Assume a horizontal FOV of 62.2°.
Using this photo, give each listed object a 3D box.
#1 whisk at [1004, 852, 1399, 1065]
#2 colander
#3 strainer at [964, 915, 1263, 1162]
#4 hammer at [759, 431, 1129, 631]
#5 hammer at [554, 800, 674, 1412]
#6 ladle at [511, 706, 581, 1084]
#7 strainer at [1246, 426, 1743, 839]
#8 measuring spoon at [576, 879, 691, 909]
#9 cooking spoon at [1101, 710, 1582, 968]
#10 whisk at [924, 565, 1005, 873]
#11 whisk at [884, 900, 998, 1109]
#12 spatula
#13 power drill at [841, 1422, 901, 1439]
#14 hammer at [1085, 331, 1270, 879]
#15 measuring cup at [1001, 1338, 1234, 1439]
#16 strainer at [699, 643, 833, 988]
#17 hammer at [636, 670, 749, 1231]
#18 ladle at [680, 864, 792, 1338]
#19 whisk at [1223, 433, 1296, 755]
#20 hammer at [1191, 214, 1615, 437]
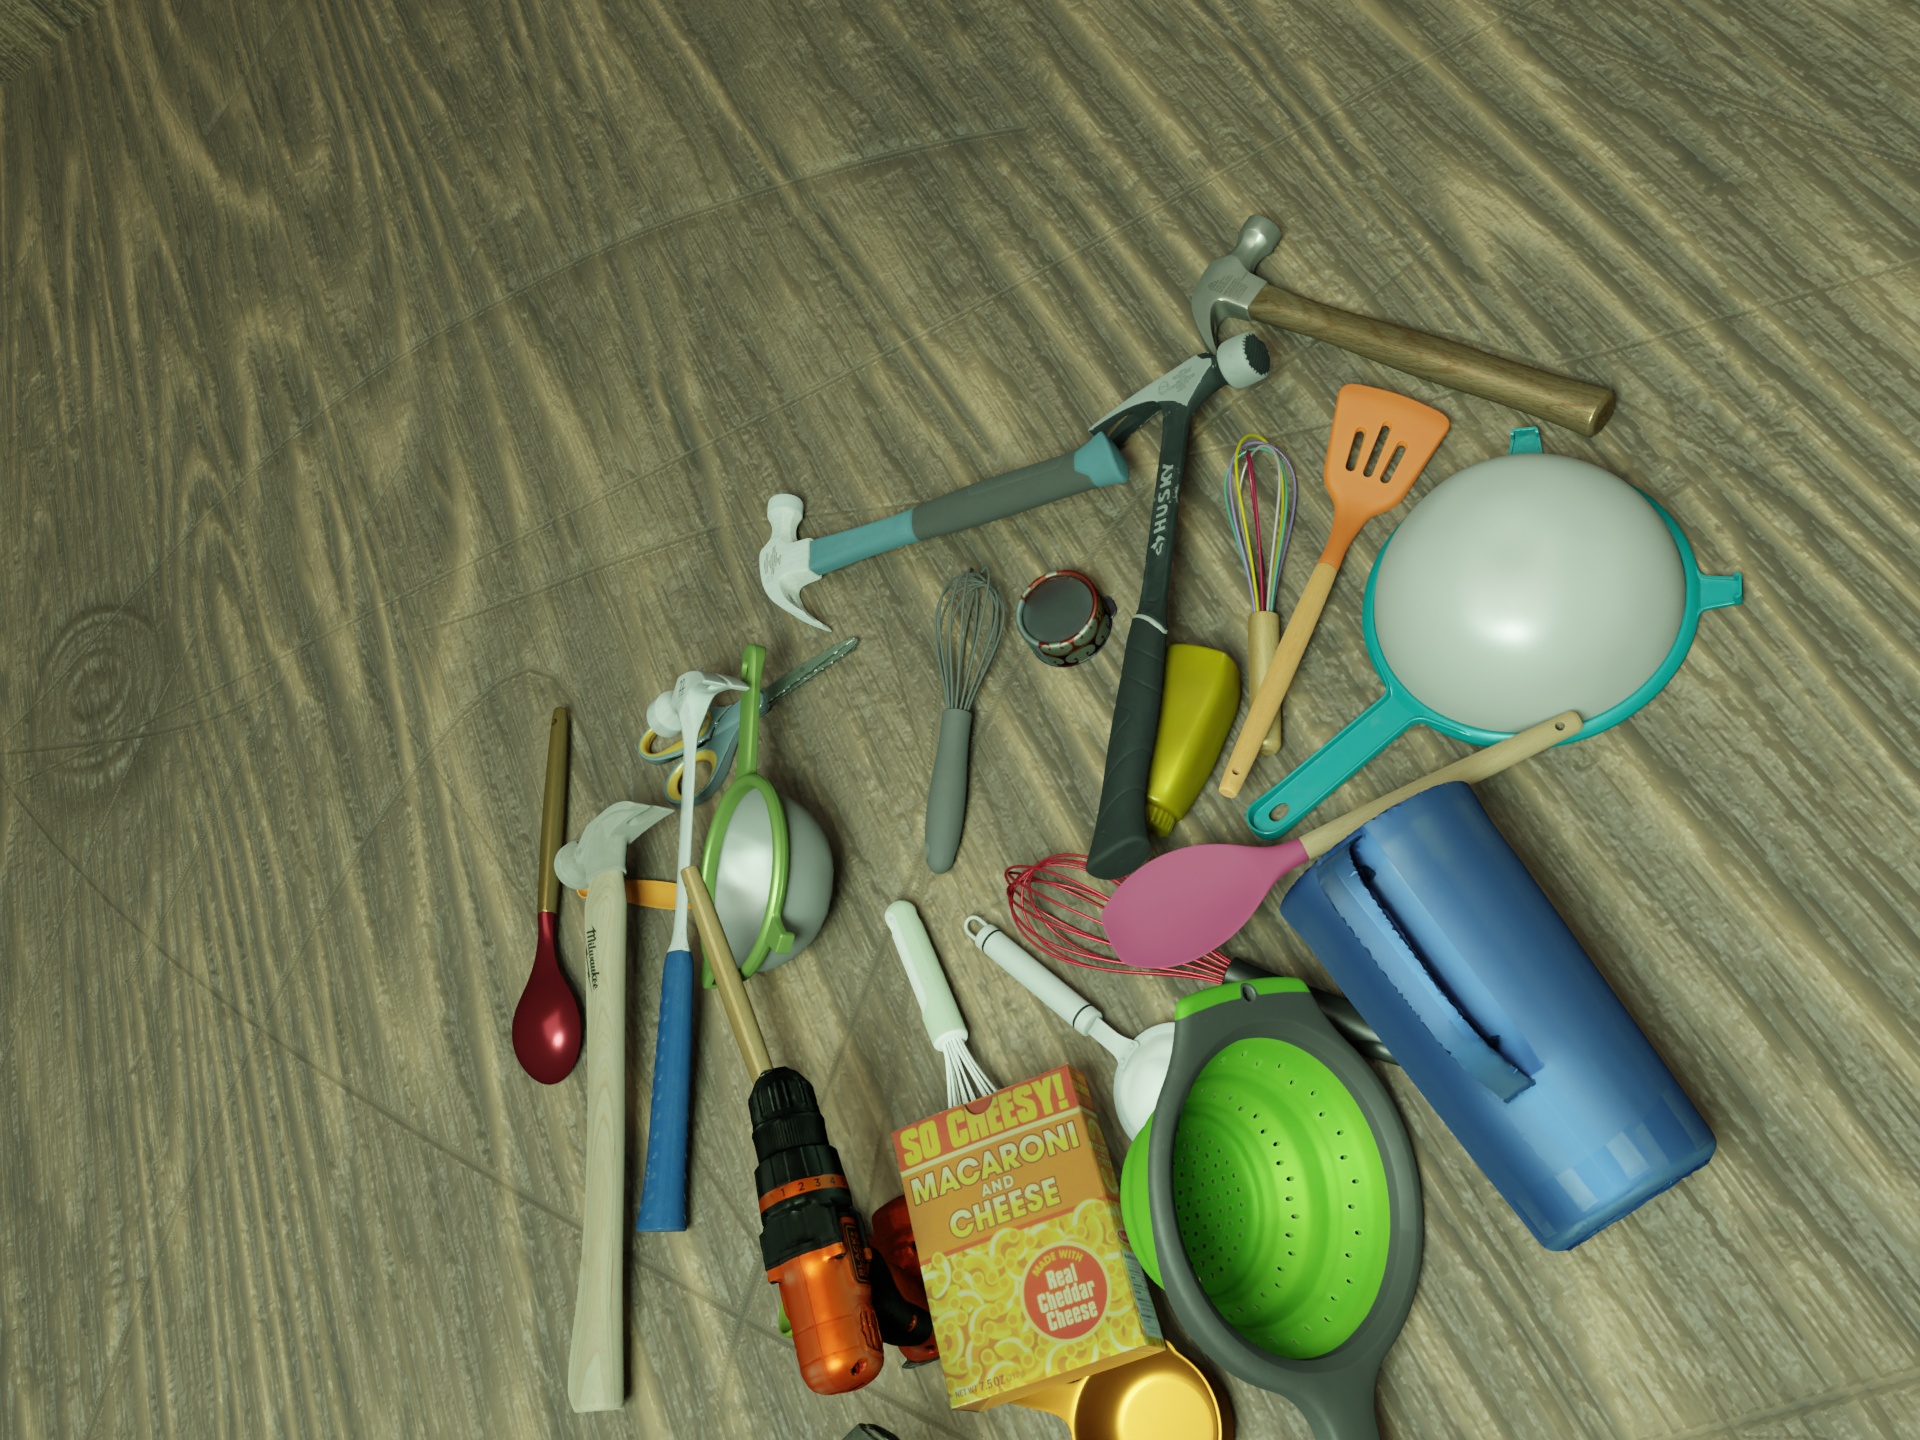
[{"bbox_3d":[0.153,0.154,1.012,0.296,0.073,0.073,21,76,26],"label":"whisk"},{"bbox_3d":[0.176,0.348,0.883,0.094,0.204,0.397,-30,68,50],"label":"colander"},{"bbox_3d":[0.087,0.200,1.032,0.259,0.050,0.087,35,98,37],"label":"strainer"},{"bbox_3d":[-0.021,-0.157,1.227,0.331,0.033,0.128,-14,62,31],"label":"hammer"},{"bbox_3d":[-0.245,0.260,1.116,0.146,0.038,0.411,-32,55,48],"label":"hammer"},{"bbox_3d":[-0.324,0.129,1.260,0.069,0.031,0.316,-20,58,26],"label":"ladle"},{"bbox_3d":[0.308,-0.053,1.016,0.340,0.095,0.211,-41,56,1],"label":"strainer"},{"bbox_3d":[-0.248,0.134,1.238,0.117,0.011,0.021,4,78,23],"label":"measuring spoon"},{"bbox_3d":[0.236,0.069,0.985,0.319,0.017,0.069,-26,66,4],"label":"cooking spoon"},{"bbox_3d":[-0.001,-0.004,1.168,0.055,0.055,0.239,-2,70,24],"label":"whisk"},{"bbox_3d":[-0.004,0.221,1.061,0.059,0.057,0.247,-10,51,-19],"label":"whisk"},{"bbox_3d":[0.241,-0.089,1.081,0.081,0.041,0.323,23,68,12],"label":"spatula"},{"bbox_3d":[-0.049,0.472,0.847,0.080,0.226,0.188,20,76,31],"label":"power drill"},{"bbox_3d":[0.129,-0.082,1.102,0.149,0.036,0.409,-17,52,44],"label":"hammer"},{"bbox_3d":[0.076,0.402,0.930,0.174,0.052,0.095,5,69,29],"label":"measuring cup"},{"bbox_3d":[-0.133,0.067,1.164,0.151,0.069,0.257,-33,52,54],"label":"strainer"},{"bbox_3d":[-0.202,0.156,1.149,0.144,0.035,0.406,-30,56,57],"label":"hammer"},{"bbox_3d":[-0.139,0.247,1.055,0.062,0.078,0.320,-13,72,-30],"label":"ladle"},{"bbox_3d":[0.209,-0.093,1.115,0.051,0.047,0.245,-6,67,21],"label":"whisk"},{"bbox_3d":[0.312,-0.273,1.161,0.332,0.031,0.130,30,81,33],"label":"hammer"}]
